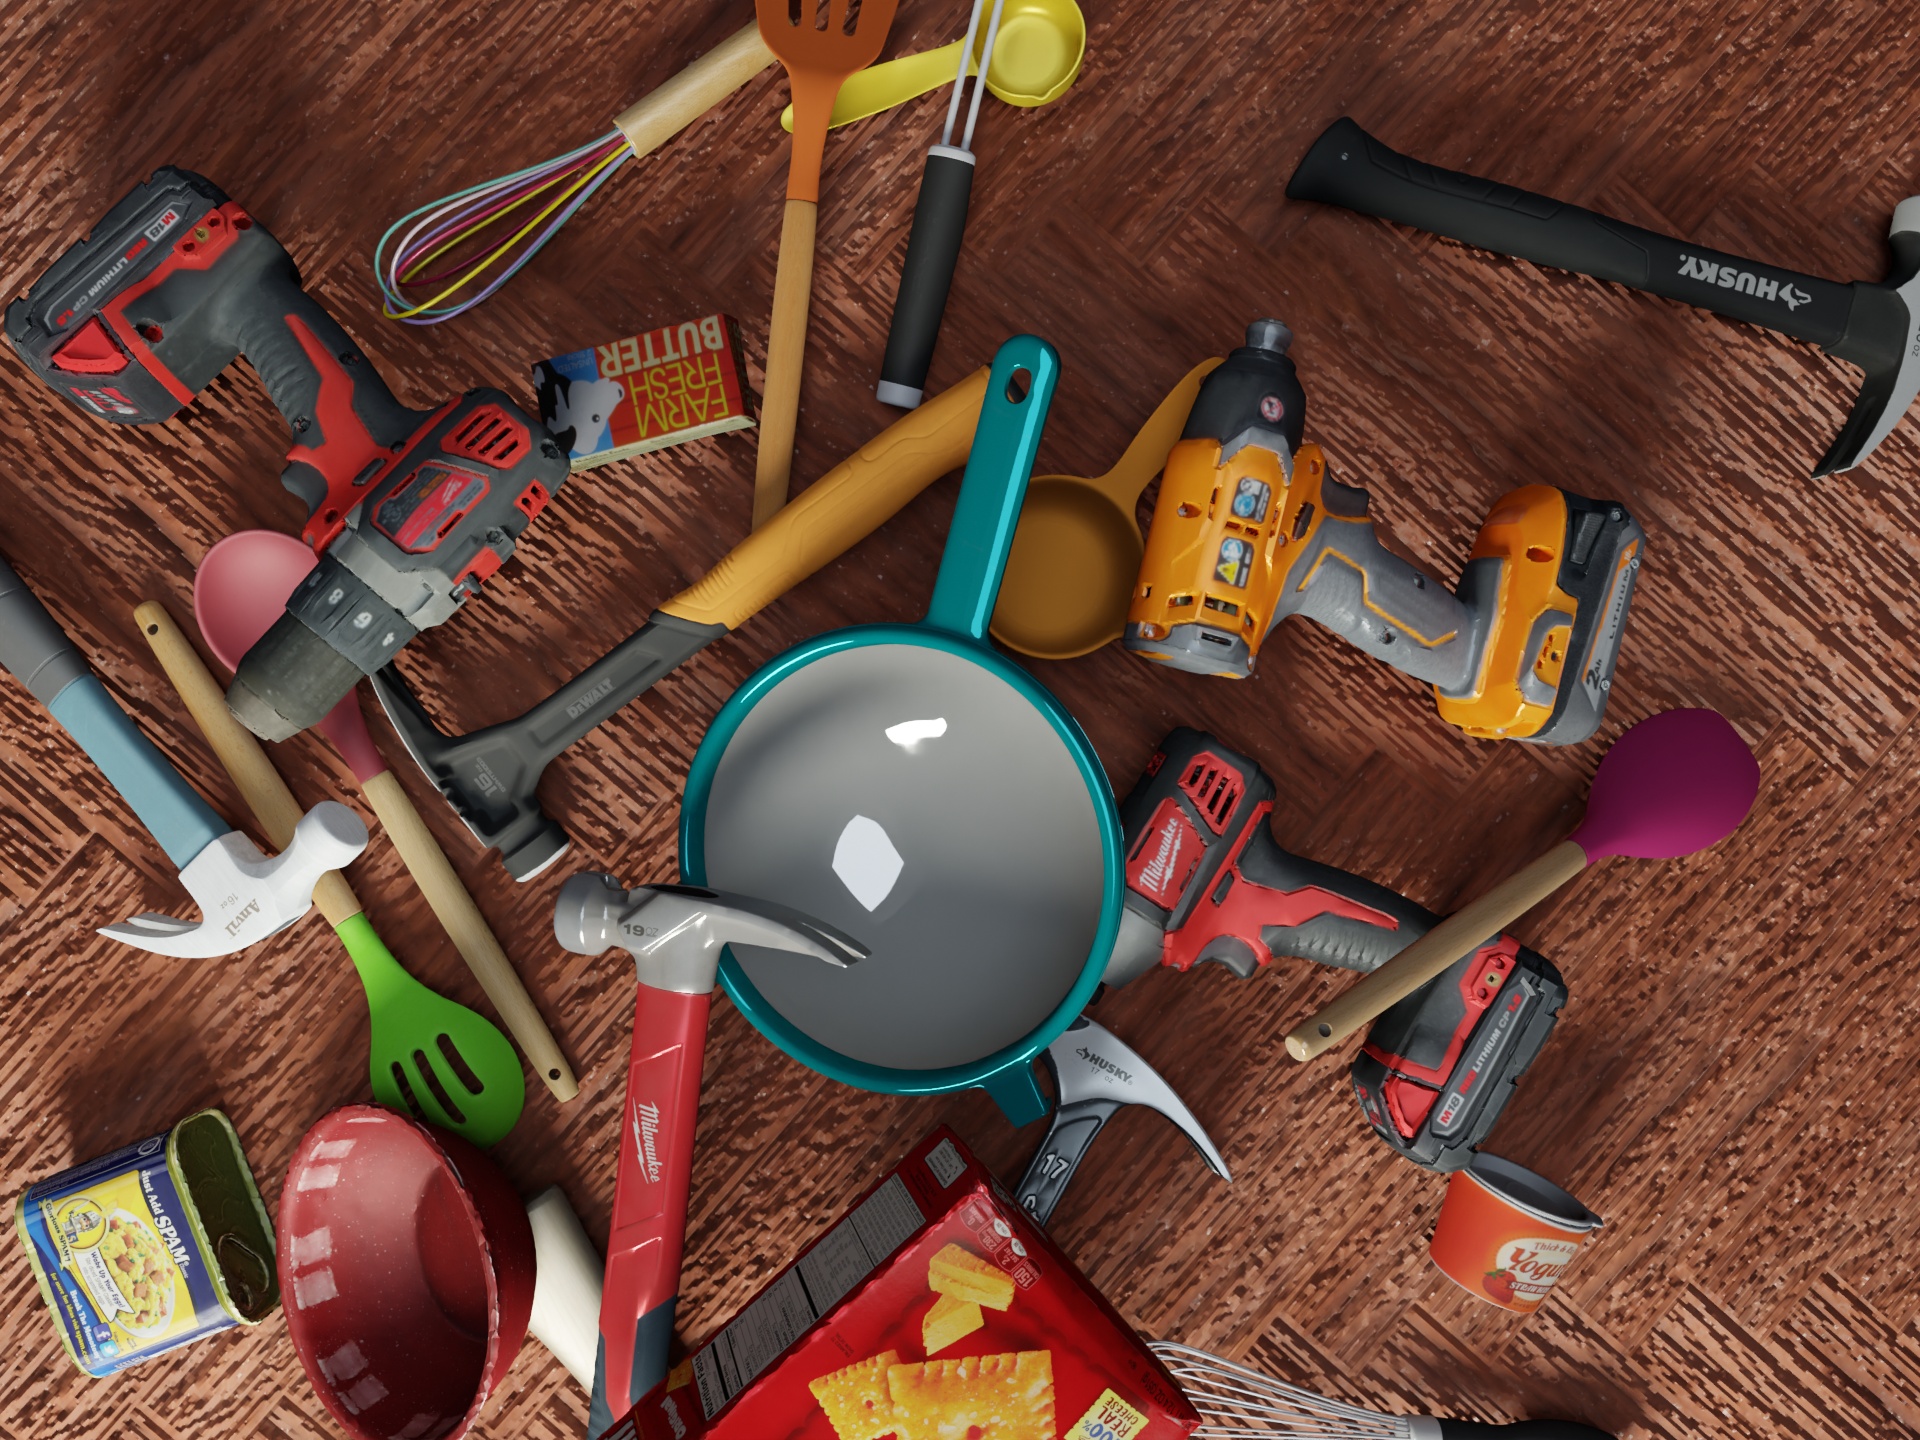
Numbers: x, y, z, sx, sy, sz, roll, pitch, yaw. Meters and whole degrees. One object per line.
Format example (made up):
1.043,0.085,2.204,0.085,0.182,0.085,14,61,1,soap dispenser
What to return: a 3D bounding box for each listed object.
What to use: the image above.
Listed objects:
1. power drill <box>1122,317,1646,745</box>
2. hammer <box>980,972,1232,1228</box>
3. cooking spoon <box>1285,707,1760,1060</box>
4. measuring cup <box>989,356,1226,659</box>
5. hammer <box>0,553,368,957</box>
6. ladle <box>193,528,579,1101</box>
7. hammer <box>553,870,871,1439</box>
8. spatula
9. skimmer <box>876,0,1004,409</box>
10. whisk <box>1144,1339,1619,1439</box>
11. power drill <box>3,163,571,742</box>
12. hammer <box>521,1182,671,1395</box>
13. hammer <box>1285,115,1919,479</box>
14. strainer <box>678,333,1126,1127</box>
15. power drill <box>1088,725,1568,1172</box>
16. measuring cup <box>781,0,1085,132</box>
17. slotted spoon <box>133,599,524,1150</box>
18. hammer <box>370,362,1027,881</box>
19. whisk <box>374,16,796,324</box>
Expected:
0.199,-0.084,0.745,0.226,0.084,0.164,14,89,-15,power drill
-0.018,0.333,0.755,0.149,0.036,0.409,31,82,-4,hammer
0.269,0.074,0.740,0.319,0.017,0.069,-27,77,-25,cooking spoon
0.070,-0.105,0.776,0.095,0.052,0.173,39,86,-2,measuring cup
-0.429,-0.024,0.754,0.128,0.033,0.331,-42,87,14,hammer
-0.270,0.049,0.774,0.069,0.031,0.315,-31,93,-6,ladle
-0.132,0.269,0.719,0.143,0.038,0.386,8,94,17,hammer
-0.079,-0.225,0.773,0.081,0.041,0.322,6,98,-8,spatula
-0.001,-0.326,0.725,0.127,0.090,0.363,18,101,20,skimmer
0.193,0.350,0.778,0.284,0.070,0.070,9,89,-7,whisk
-0.318,-0.119,0.725,0.227,0.080,0.188,39,79,4,power drill
-0.098,0.405,0.774,0.146,0.038,0.410,-30,91,-3,hammer
0.326,-0.229,0.794,0.334,0.035,0.146,15,88,-2,hammer
-0.001,-0.002,0.730,0.211,0.095,0.340,18,99,17,strainer
0.161,0.116,0.767,0.219,0.078,0.143,32,87,1,power drill
-0.013,-0.319,0.791,0.156,0.029,0.062,-15,92,10,measuring cup
-0.313,0.076,0.773,0.070,0.031,0.314,-33,90,1,slotted spoon
-0.114,-0.068,0.759,0.337,0.034,0.127,-35,100,1,hammer
-0.182,-0.272,0.774,0.245,0.047,0.051,-38,103,-6,whisk
